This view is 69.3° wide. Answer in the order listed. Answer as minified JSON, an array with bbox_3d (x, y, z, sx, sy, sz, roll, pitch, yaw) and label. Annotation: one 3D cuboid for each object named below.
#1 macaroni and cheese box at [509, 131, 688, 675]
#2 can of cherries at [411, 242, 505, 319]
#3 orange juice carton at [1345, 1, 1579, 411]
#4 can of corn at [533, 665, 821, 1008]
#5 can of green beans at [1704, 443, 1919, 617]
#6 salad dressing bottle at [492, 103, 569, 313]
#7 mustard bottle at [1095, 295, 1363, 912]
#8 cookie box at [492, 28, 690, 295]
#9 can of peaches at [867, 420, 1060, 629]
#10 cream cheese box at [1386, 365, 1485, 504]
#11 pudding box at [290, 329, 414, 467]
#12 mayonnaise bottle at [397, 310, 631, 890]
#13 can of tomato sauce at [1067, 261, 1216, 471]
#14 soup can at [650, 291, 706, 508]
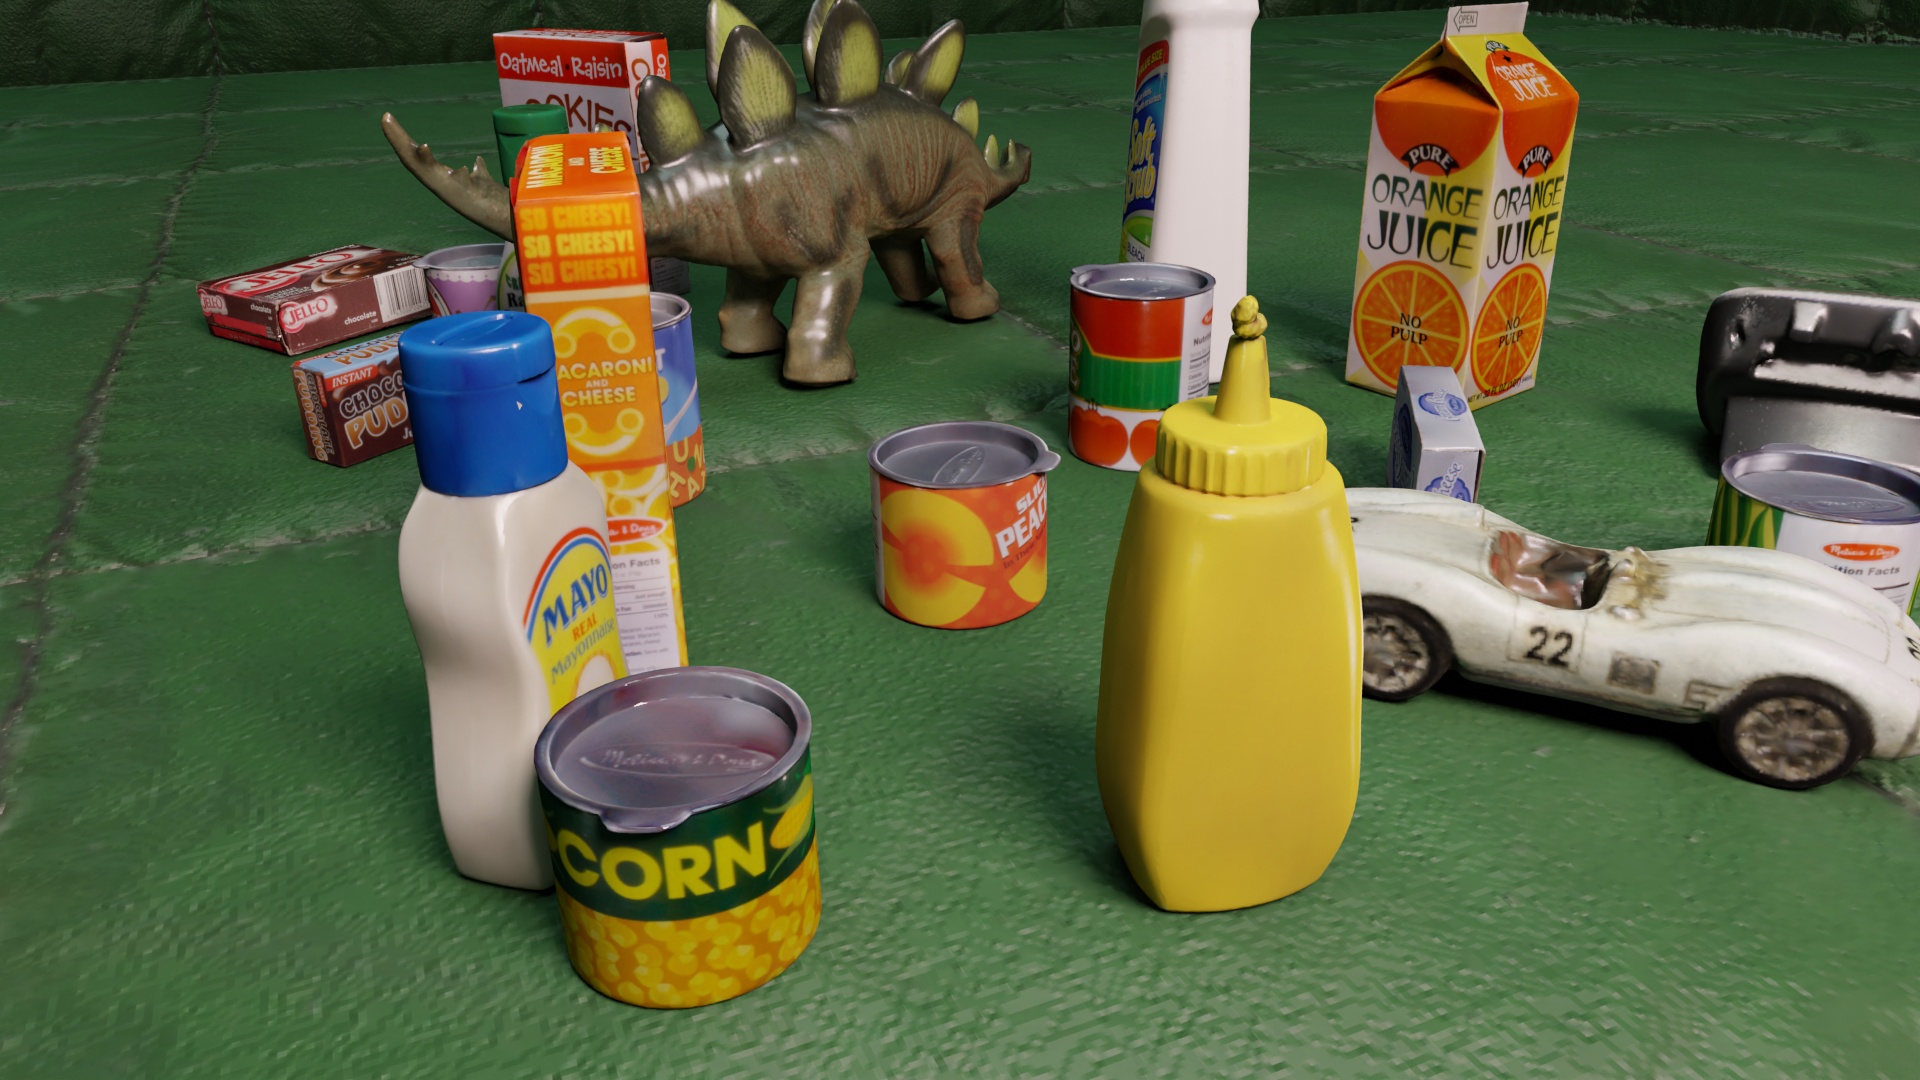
[{"bbox_3d":[-0.124,-0.047,0.482,0.040,0.165,0.124,-7,25,-13],"label":"macaroni and cheese box"},{"bbox_3d":[-0.279,-0.139,0.813,0.071,0.058,0.072,-1,25,0],"label":"can of cherries"},{"bbox_3d":[0.254,-0.169,0.701,0.072,0.191,0.073,-19,30,-35],"label":"orange juice carton"},{"bbox_3d":[-0.069,0.074,0.346,0.071,0.058,0.071,-1,25,0],"label":"can of corn"},{"bbox_3d":[0.294,0.006,0.481,0.071,0.057,0.071,-1,25,0],"label":"can of green beans"},{"bbox_3d":[-0.219,-0.154,0.738,0.064,0.147,0.044,8,26,18],"label":"salad dressing bottle"},{"bbox_3d":[0.068,0.016,0.345,0.065,0.159,0.049,-7,25,-13],"label":"mustard bottle"},{"bbox_3d":[-0.245,-0.252,0.928,0.123,0.166,0.040,14,28,30],"label":"cookie box"},{"bbox_3d":[0.002,-0.006,0.518,0.071,0.057,0.071,-1,25,0],"label":"can of peaches"},{"bbox_3d":[0.193,-0.031,0.571,0.024,0.053,0.104,4,25,11],"label":"cream cheese box"},{"bbox_3d":[-0.280,-0.073,0.682,0.030,0.049,0.084,14,29,30],"label":"pudding box"},{"bbox_3d":[-0.117,0.016,0.367,0.041,0.147,0.065,7,26,16],"label":"mayonnaise bottle"},{"bbox_3d":[0.082,-0.082,0.649,0.071,0.082,0.071,-1,25,0],"label":"can of tomato sauce"},{"bbox_3d":[-0.148,-0.059,0.606,0.071,0.083,0.071,-1,25,0],"label":"soup can"}]
